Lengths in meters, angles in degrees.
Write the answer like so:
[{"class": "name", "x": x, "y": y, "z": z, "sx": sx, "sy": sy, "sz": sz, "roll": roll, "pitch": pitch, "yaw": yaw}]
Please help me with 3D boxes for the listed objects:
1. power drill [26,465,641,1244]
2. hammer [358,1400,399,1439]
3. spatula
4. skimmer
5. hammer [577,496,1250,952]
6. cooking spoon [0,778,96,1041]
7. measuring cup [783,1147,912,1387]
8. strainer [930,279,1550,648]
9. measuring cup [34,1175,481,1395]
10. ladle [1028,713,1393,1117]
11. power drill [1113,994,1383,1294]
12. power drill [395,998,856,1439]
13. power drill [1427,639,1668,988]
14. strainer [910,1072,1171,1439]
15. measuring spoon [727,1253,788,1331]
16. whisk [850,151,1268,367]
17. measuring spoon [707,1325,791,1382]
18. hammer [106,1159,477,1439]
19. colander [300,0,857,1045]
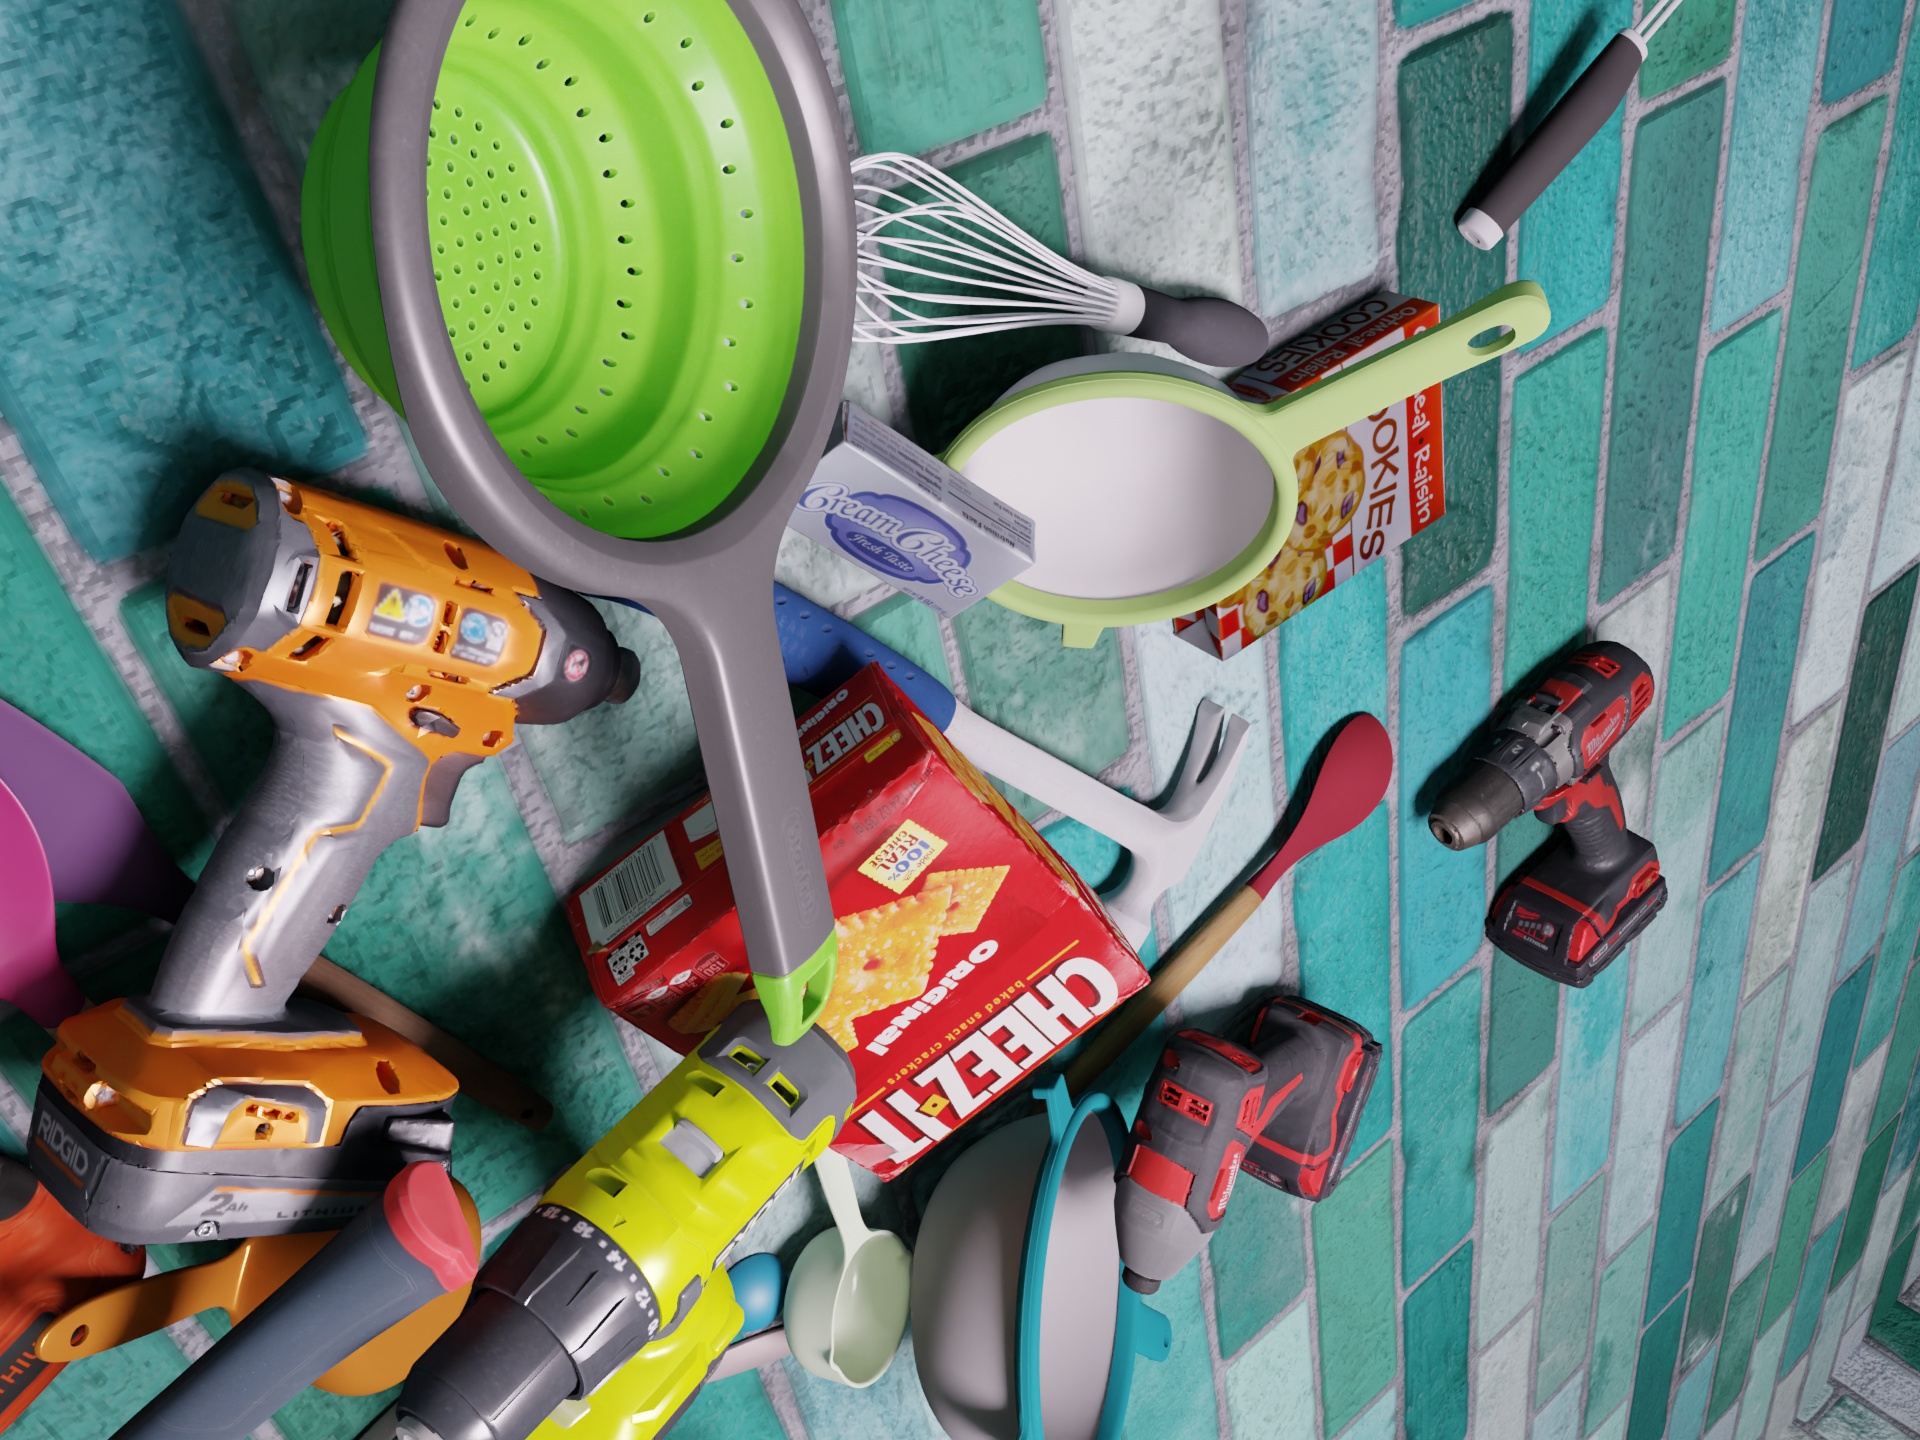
[{"class": "power drill", "x": -0.195, "y": 0.047, "z": 0.527, "sx": 0.164, "sy": 0.084, "sz": 0.226, "roll": 16, "pitch": 90, "yaw": -51}, {"class": "hammer", "x": -0.168, "y": 0.439, "z": 0.813, "sx": 0.146, "sy": 0.038, "sz": 0.410, "roll": -52, "pitch": 136, "yaw": -8}, {"class": "spatula", "x": -0.250, "y": 0.080, "z": 0.557, "sx": 0.060, "sy": 0.018, "sz": 0.315, "roll": -44, "pitch": 134, "yaw": -3}, {"class": "skimmer", "x": 0.363, "y": -0.403, "z": 0.817, "sx": 0.363, "sy": 0.090, "sz": 0.127, "roll": -51, "pitch": 139, "yaw": 7}, {"class": "hammer", "x": -0.001, "y": -0.002, "z": 0.715, "sx": 0.405, "sy": 0.035, "sz": 0.144, "roll": 29, "pitch": 93, "yaw": -46}, {"class": "cooking spoon", "x": -0.287, "y": 0.113, "z": 0.536, "sx": 0.069, "sy": 0.017, "sz": 0.318, "roll": -32, "pitch": 133, "yaw": -16}, {"class": "measuring cup", "x": -0.069, "y": 0.255, "z": 0.797, "sx": 0.083, "sy": 0.038, "sz": 0.167, "roll": -40, "pitch": 122, "yaw": -54}, {"class": "strainer", "x": 0.105, "y": -0.126, "z": 0.642, "sx": 0.256, "sy": 0.069, "sz": 0.151, "roll": -23, "pitch": 139, "yaw": 29}, {"class": "measuring cup", "x": -0.236, "y": 0.205, "z": 0.563, "sx": 0.173, "sy": 0.052, "sz": 0.095, "roll": 16, "pitch": 88, "yaw": -71}, {"class": "ladle", "x": 0.151, "y": 0.117, "z": 0.921, "sx": 0.315, "sy": 0.031, "sz": 0.069, "roll": -45, "pitch": 133, "yaw": -11}, {"class": "power drill", "x": 0.158, "y": 0.238, "z": 0.911, "sx": 0.219, "sy": 0.079, "sz": 0.143, "roll": 1, "pitch": 108, "yaw": -58}, {"class": "power drill", "x": -0.137, "y": 0.226, "z": 0.604, "sx": 0.190, "sy": 0.080, "sz": 0.228, "roll": -43, "pitch": 165, "yaw": -43}, {"class": "power drill", "x": 0.398, "y": 0.078, "z": 1.079, "sx": 0.188, "sy": 0.080, "sz": 0.226, "roll": -37, "pitch": 129, "yaw": -20}, {"class": "strainer", "x": 0.047, "y": 0.328, "z": 0.895, "sx": 0.340, "sy": 0.095, "sz": 0.211, "roll": 55, "pitch": 38, "yaw": -59}, {"class": "measuring spoon", "x": -0.136, "y": 0.303, "z": 0.774, "sx": 0.128, "sy": 0.021, "sz": 0.042, "roll": -19, "pitch": 124, "yaw": -35}, {"class": "whisk", "x": 0.042, "y": -0.175, "z": 0.647, "sx": 0.284, "sy": 0.070, "sz": 0.070, "roll": -3, "pitch": 114, "yaw": -45}, {"class": "measuring spoon", "x": -0.115, "y": 0.332, "z": 0.811, "sx": 0.124, "sy": 0.018, "sz": 0.034, "roll": -5, "pitch": 115, "yaw": -40}, {"class": "hammer", "x": -0.308, "y": 0.266, "z": 0.510, "sx": 0.386, "sy": 0.038, "sz": 0.143, "roll": -42, "pitch": 137, "yaw": 11}, {"class": "colander", "x": -0.111, "y": -0.069, "z": 0.506, "sx": 0.204, "sy": 0.094, "sz": 0.396, "roll": -44, "pitch": 133, "yaw": -50}]
